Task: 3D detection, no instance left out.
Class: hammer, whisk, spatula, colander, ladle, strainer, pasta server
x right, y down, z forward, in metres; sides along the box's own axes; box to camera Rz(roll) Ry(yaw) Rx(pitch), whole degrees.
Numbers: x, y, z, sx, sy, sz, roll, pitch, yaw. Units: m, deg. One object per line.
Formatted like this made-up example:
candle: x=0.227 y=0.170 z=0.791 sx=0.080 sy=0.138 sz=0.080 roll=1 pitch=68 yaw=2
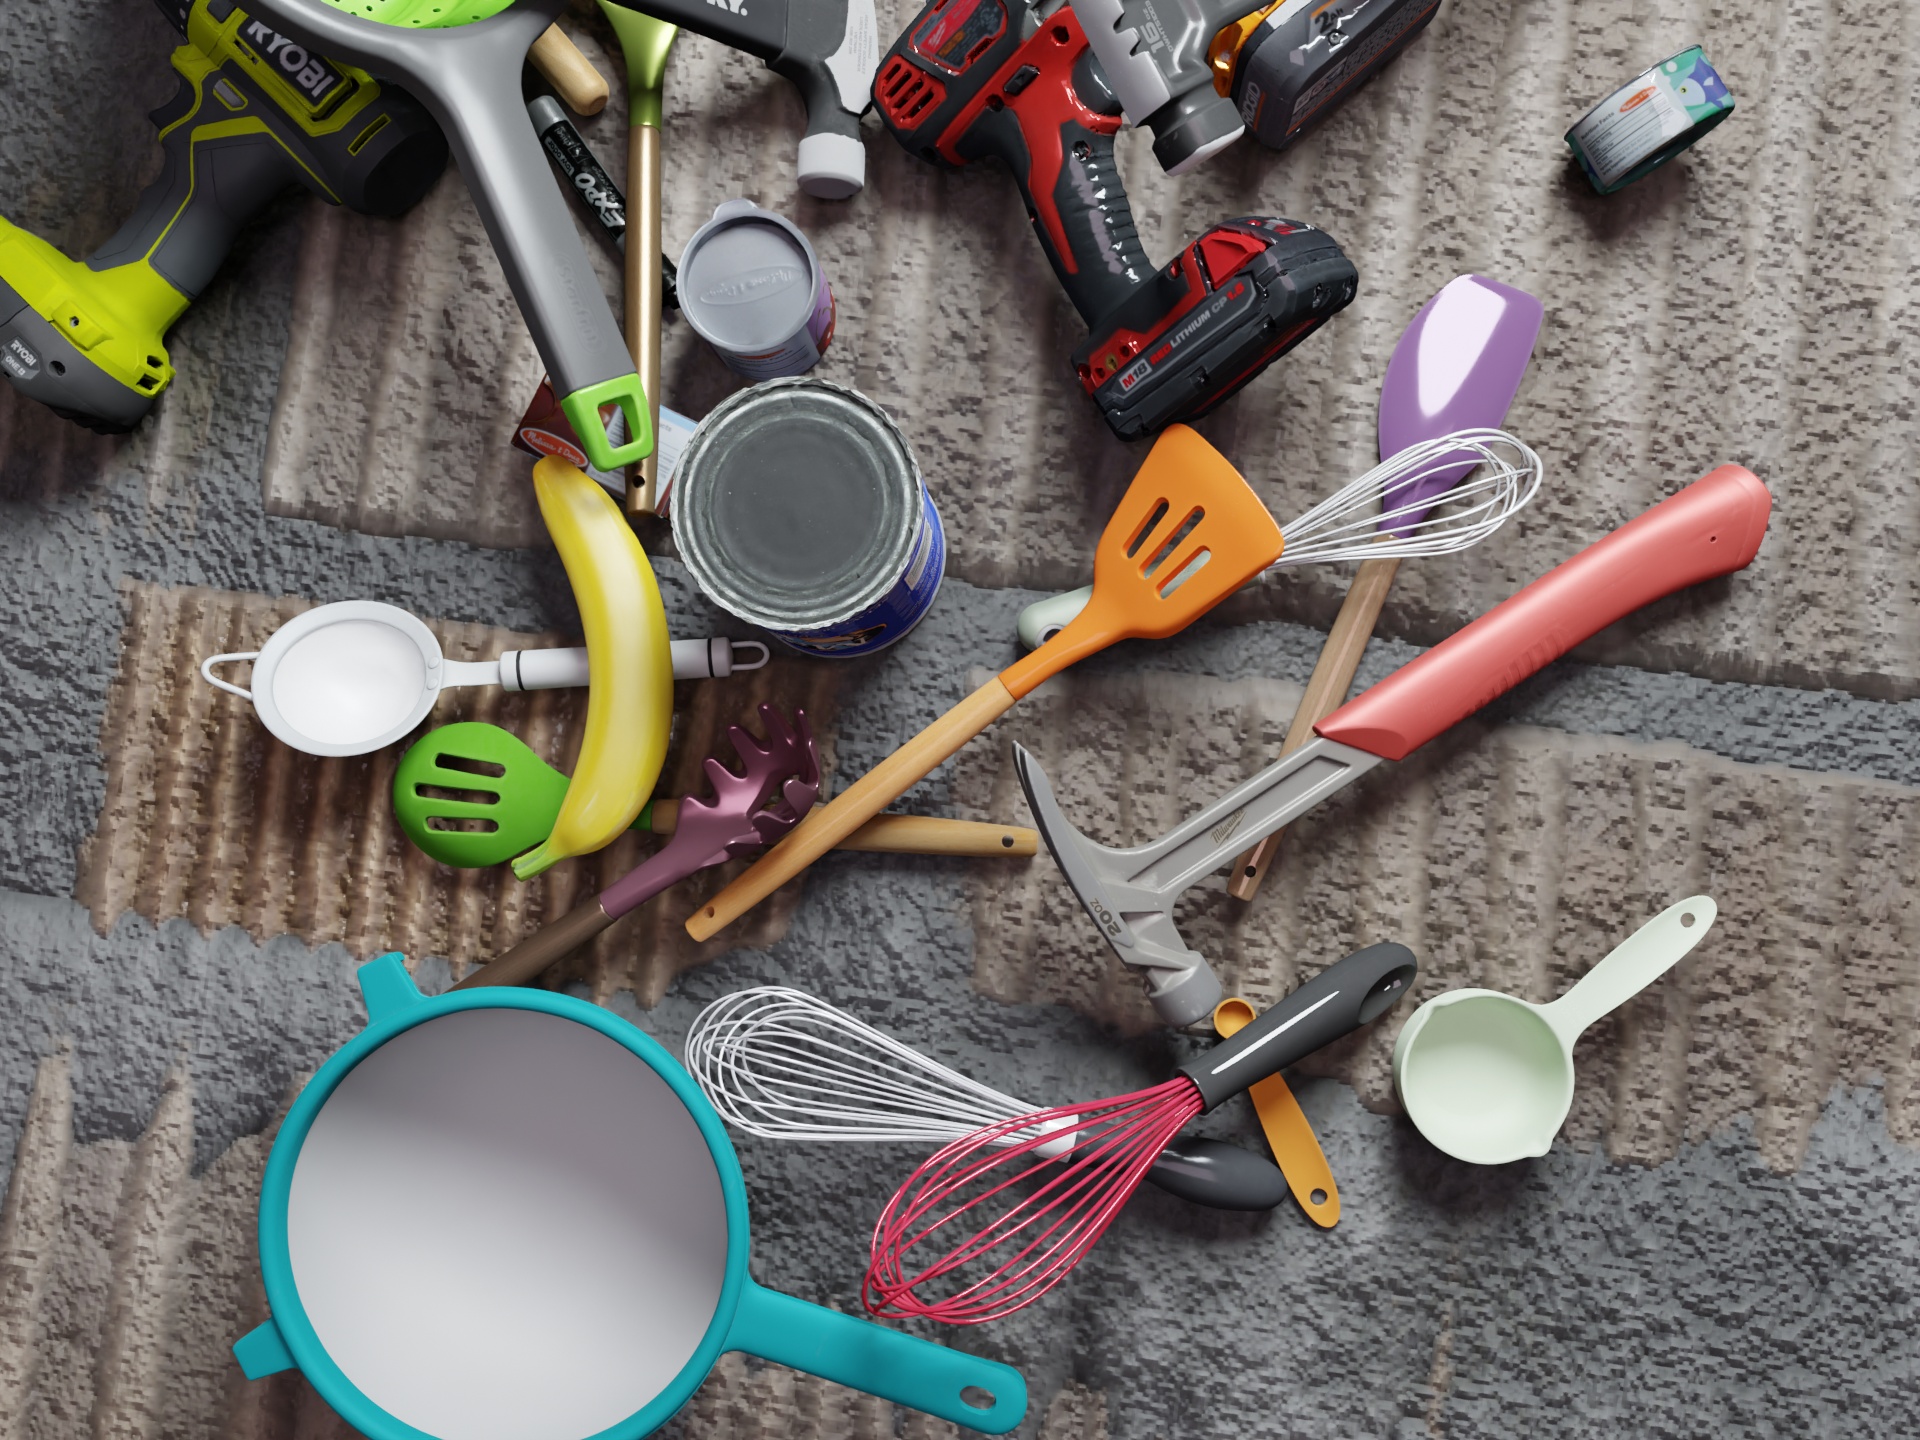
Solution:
hammer: x=0.180 y=-0.347 z=0.652 sx=0.337 sy=0.034 sz=0.127 roll=-34 pitch=101 yaw=-22
whisk: x=0.142 y=-0.078 z=0.729 sx=0.246 sy=0.057 sz=0.059 roll=-18 pitch=45 yaw=11
hammer: x=-0.179 y=-0.334 z=0.668 sx=0.334 sy=0.035 sz=0.146 roll=4 pitch=87 yaw=-36
whisk: x=0.084 y=0.171 z=0.689 sx=0.296 sy=0.073 sz=0.073 roll=-26 pitch=86 yaw=-20
spatula: x=-0.001 y=-0.002 z=0.715 sx=0.322 sy=0.041 sz=0.081 roll=-38 pitch=67 yaw=6
colander: x=-0.241 y=-0.292 z=0.702 sx=0.204 sy=0.094 sz=0.397 roll=-29 pitch=101 yaw=-37
whisk: x=0.012 y=0.183 z=0.730 sx=0.284 sy=0.070 sz=0.070 roll=15 pitch=89 yaw=-2
spatula: x=0.190 y=-0.063 z=0.746 sx=0.060 sy=0.018 sz=0.316 roll=23 pitch=88 yaw=8
ladle: x=-0.149 y=-0.254 z=0.738 sx=0.078 sy=0.062 sz=0.320 roll=-1 pitch=82 yaw=0
whisk: x=-0.255 y=-0.393 z=0.772 sx=0.047 sy=0.051 sz=0.245 roll=-41 pitch=89 yaw=-5
hammer: x=0.203 y=-0.017 z=0.714 sx=0.359 sy=0.037 sz=0.149 roll=-33 pitch=103 yaw=-4
strainer: x=-0.220 y=-0.021 z=0.756 sx=0.258 sy=0.050 sz=0.087 roll=-4 pitch=60 yaw=-3
strainer: x=-0.133 y=0.238 z=0.716 sx=0.340 sy=0.095 sz=0.211 roll=19 pitch=92 yaw=0
pasta server: x=-0.188 y=0.096 z=0.734 sx=0.316 sy=0.040 sz=0.060 roll=-33 pitch=45 yaw=10

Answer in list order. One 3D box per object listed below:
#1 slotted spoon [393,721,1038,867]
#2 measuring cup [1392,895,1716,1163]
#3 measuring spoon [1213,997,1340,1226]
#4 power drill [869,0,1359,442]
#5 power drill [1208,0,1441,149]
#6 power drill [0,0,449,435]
slotted spoon: x=-0.120 y=0.045 z=0.755 sx=0.314 sy=0.031 sz=0.070 roll=5 pitch=87 yaw=2
measuring cup: x=0.271 y=0.132 z=0.725 sx=0.167 sy=0.038 sz=0.083 roll=-37 pitch=86 yaw=-1
measuring spoon: x=0.148 y=0.183 z=0.744 sx=0.021 sy=0.011 sz=0.117 roll=-25 pitch=90 yaw=1
power drill: x=0.078 y=-0.259 z=0.694 sx=0.188 sy=0.080 sz=0.227 roll=-36 pitch=86 yaw=38
power drill: x=0.123 y=-0.398 z=0.734 sx=0.164 sy=0.084 sz=0.226 roll=-42 pitch=83 yaw=-1
power drill: x=-0.387 y=-0.269 z=0.758 sx=0.190 sy=0.080 sz=0.228 roll=44 pitch=88 yaw=3
